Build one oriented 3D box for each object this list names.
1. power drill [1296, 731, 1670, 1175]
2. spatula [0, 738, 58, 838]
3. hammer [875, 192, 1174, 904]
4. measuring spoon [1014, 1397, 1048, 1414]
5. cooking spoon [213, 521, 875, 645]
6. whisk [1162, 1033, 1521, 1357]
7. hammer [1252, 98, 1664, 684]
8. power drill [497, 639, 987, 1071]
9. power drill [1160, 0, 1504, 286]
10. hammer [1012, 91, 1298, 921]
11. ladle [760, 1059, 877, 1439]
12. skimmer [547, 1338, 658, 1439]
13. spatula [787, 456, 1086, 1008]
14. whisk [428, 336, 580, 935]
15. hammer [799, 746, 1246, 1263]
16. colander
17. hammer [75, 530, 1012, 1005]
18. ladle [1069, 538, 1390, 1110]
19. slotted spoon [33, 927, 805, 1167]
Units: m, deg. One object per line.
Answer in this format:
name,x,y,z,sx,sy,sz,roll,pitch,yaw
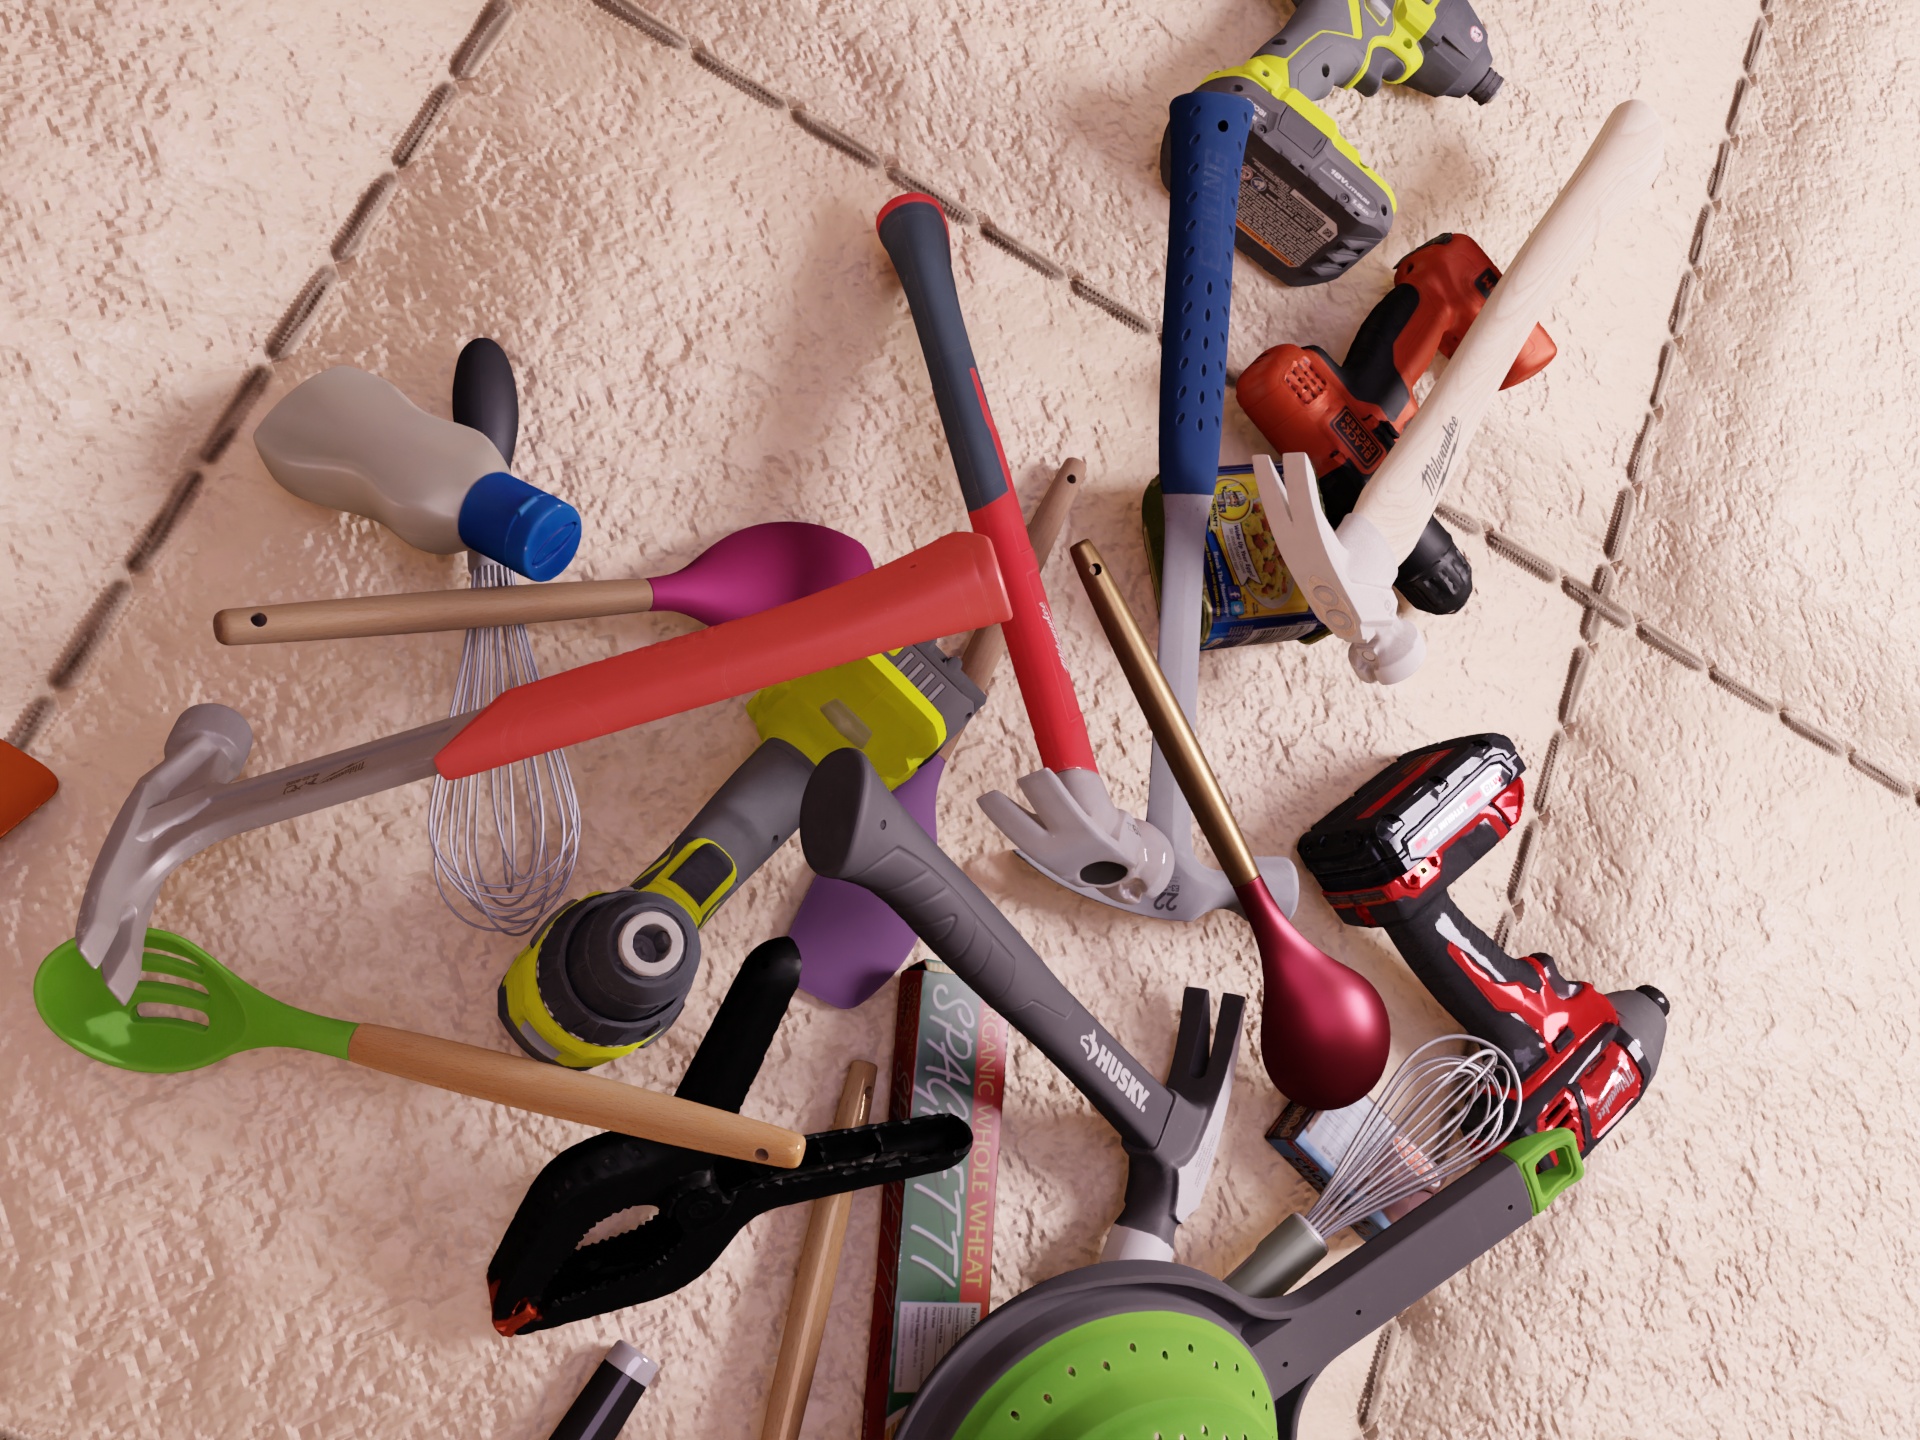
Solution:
power drill,0.293,0.124,0.855,0.143,0.078,0.219,-34,94,-23
spatula,-0.468,0.139,0.596,0.081,0.041,0.323,29,74,-12
hammer,0.009,-0.107,0.742,0.038,0.143,0.387,-24,62,18
measuring spoon,0.053,0.340,0.752,0.117,0.011,0.021,41,67,-12
cooking spoon,-0.163,-0.054,0.710,0.318,0.017,0.069,-9,79,-39
whisk,0.176,0.244,0.776,0.246,0.057,0.059,-40,60,-7
hammer,0.290,-0.216,0.868,0.411,0.038,0.146,-54,125,-24
power drill,-0.093,0.048,0.667,0.080,0.190,0.228,45,63,-5
power drill,0.226,-0.373,0.942,0.171,0.080,0.223,35,66,-10
hammer,0.107,-0.102,0.791,0.144,0.035,0.405,2,93,-9
ladle,-0.068,0.306,0.686,0.078,0.062,0.320,36,58,-46
skimmer,-0.236,0.393,0.587,0.127,0.090,0.363,26,64,20
spatula,-0.001,-0.003,0.803,0.059,0.018,0.316,30,71,-13
whisk,-0.210,-0.044,0.716,0.070,0.070,0.285,-2,74,-21
hammer,0.035,0.117,0.688,0.334,0.035,0.146,50,55,-40
colander,0.143,0.306,0.693,0.397,0.095,0.204,-28,111,-15
hammer,-0.154,0.001,0.616,0.359,0.149,0.036,-16,127,2
ladle,0.129,0.054,0.774,0.069,0.031,0.315,-28,96,-8
slotted spoon,-0.212,0.134,0.624,0.314,0.031,0.070,11,114,7
